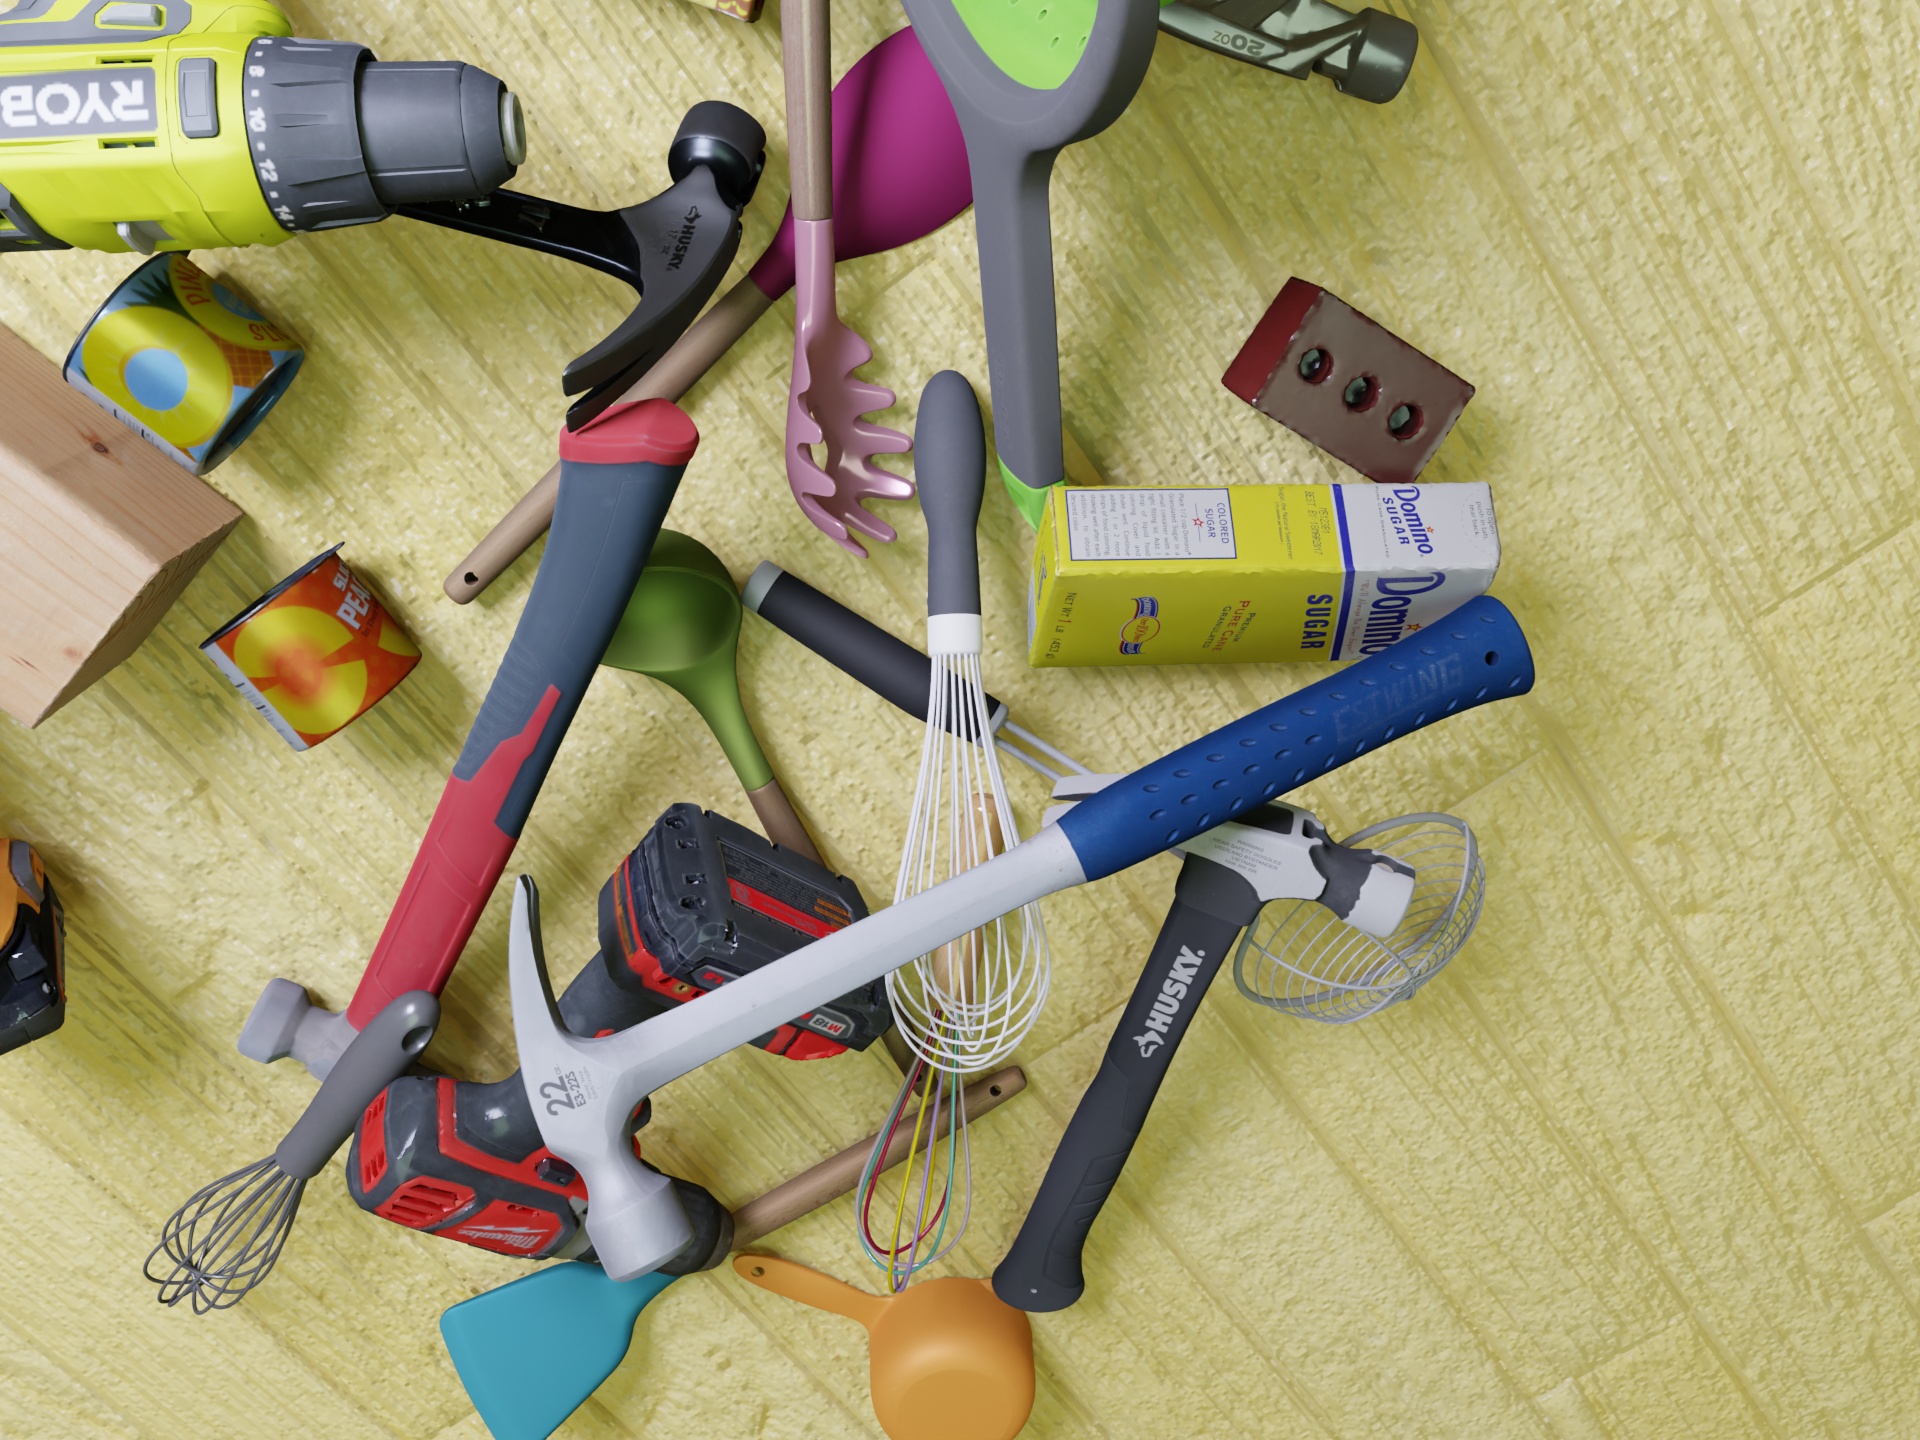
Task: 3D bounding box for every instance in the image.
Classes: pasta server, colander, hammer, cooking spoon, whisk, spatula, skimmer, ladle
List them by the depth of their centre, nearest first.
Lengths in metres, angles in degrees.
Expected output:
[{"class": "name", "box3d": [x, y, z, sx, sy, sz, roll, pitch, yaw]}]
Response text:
[{"class": "colander", "box3d": [0.046, -0.232, 0.542, 0.094, 0.205, 0.396, -22, 137, -14]}, {"class": "hammer", "box3d": [0.154, -0.413, 0.543, 0.149, 0.037, 0.359, 17, 110, -10]}, {"class": "hammer", "box3d": [-0.285, -0.207, 0.571, 0.409, 0.149, 0.036, 13, 149, -1]}, {"class": "pasta server", "box3d": [-0.049, -0.213, 0.586, 0.040, 0.060, 0.316, 15, 122, 25]}, {"class": "hammer", "box3d": [0.029, 0.048, 0.590, 0.405, 0.035, 0.144, -25, 89, -9]}, {"class": "cooking spoon", "box3d": [-0.098, -0.156, 0.641, 0.319, 0.017, 0.068, -42, 108, 12]}, {"class": "whisk", "box3d": [-0.002, -0.002, 0.642, 0.070, 0.070, 0.285, -2, 86, -2]}, {"class": "hammer", "box3d": [-0.182, 0.039, 0.661, 0.143, 0.038, 0.386, 25, 122, -13]}, {"class": "ladle", "box3d": [-0.080, 0.055, 0.708, 0.078, 0.062, 0.320, -19, 114, 15]}, {"class": "skimmer", "box3d": [0.070, 0.023, 0.716, 0.363, 0.090, 0.127, 31, 118, -3]}, {"class": "hammer", "box3d": [0.070, 0.163, 0.726, 0.146, 0.035, 0.334, 21, 125, 4]}, {"class": "whisk", "box3d": [-0.304, 0.198, 0.726, 0.055, 0.055, 0.239, 37, 114, -16]}, {"class": "whisk", "box3d": [-0.009, 0.152, 0.745, 0.047, 0.051, 0.245, 2, 102, -45]}, {"class": "spatula", "box3d": [-0.106, 0.254, 0.791, 0.317, 0.044, 0.082, -31, 84, 7]}]

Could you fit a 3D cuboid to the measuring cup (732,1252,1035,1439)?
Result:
[{"class": "measuring cup", "box3d": [-0.040, 0.323, 0.816, 0.173, 0.052, 0.095, 27, 108, -15]}]

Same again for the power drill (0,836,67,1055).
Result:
[{"class": "power drill", "box3d": [-0.431, 0.035, 0.606, 0.084, 0.186, 0.226, -25, 121, -19]}]

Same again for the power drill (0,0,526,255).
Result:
[{"class": "power drill", "box3d": [-0.242, -0.264, 0.511, 0.190, 0.080, 0.228, -4, 86, -4]}]

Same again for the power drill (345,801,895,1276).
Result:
[{"class": "power drill", "box3d": [-0.128, 0.159, 0.693, 0.187, 0.080, 0.226, 32, 112, -36]}]
